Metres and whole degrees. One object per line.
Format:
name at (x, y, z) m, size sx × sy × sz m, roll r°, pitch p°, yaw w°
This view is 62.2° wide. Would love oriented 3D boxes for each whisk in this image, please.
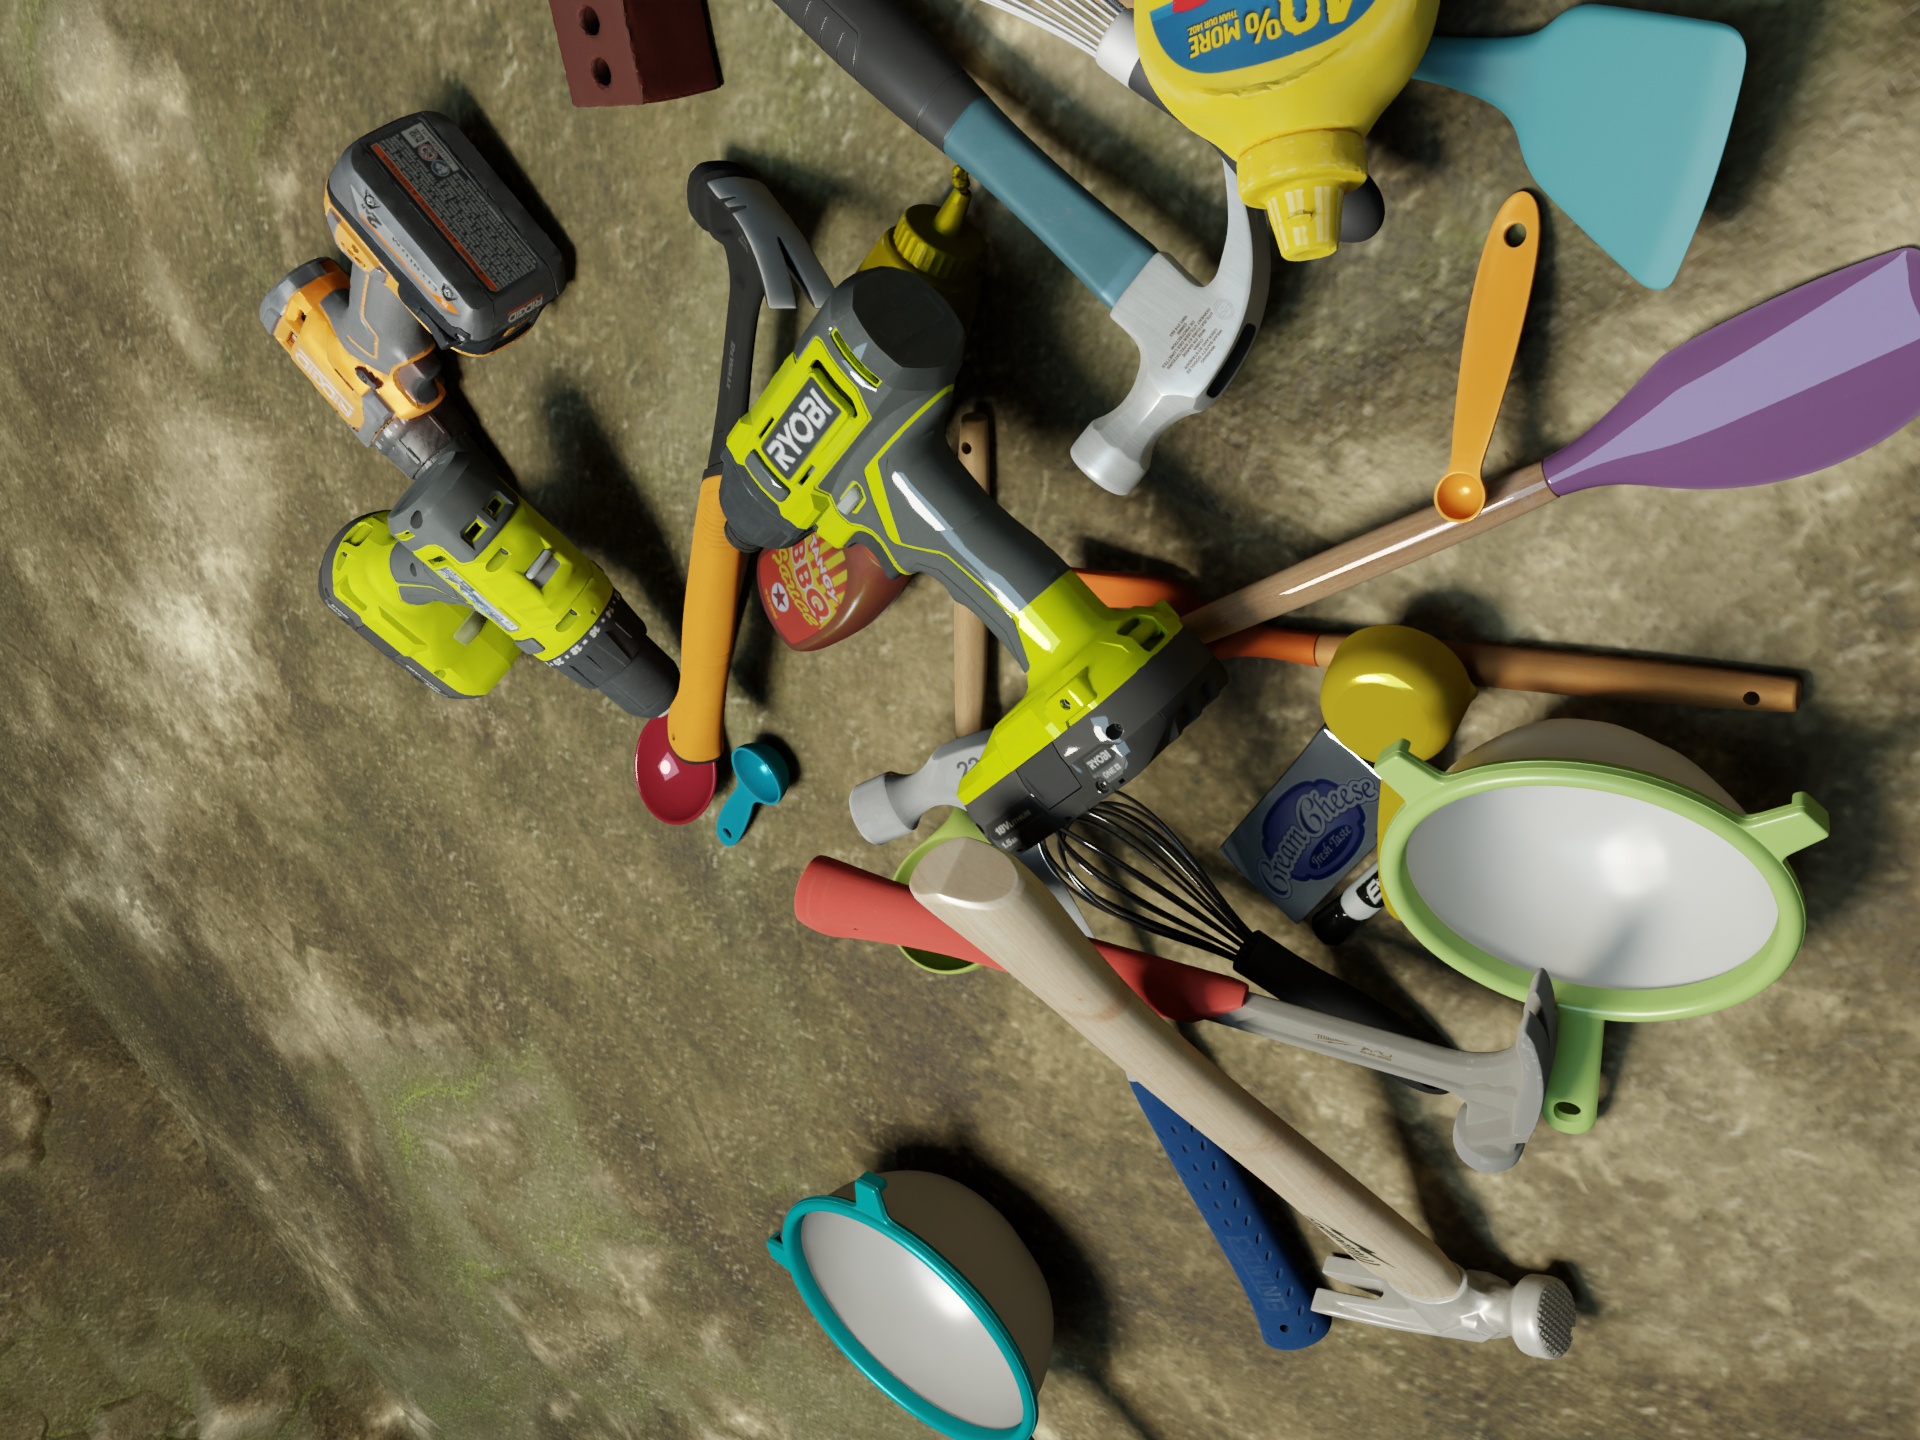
whisk at (0.139, 0.107, 0.756) m, size 0.239 × 0.055 × 0.055 m, roll 34°, pitch 138°, yaw -3°
whisk at (0.036, -0.259, 0.569) m, size 0.284 × 0.070 × 0.070 m, roll 39°, pitch 137°, yaw 8°

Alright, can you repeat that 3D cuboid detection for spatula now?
spatula at (0.113, -0.241, 0.559) m, size 0.318 × 0.044 × 0.082 m, roll 28°, pitch 142°, yaw 26°
spatula at (0.170, -0.024, 0.664) m, size 0.323 × 0.041 × 0.081 m, roll 8°, pitch 117°, yaw 37°
spatula at (0.198, -0.078, 0.594) m, size 0.316 × 0.018 × 0.059 m, roll -22°, pitch 101°, yaw 40°

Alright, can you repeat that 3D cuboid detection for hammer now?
hammer at (0.101, 0.176, 0.847) m, size 0.144 × 0.035 × 0.405 m, roll -24°, pitch 108°, yaw 20°
hammer at (-0.121, -0.103, 0.824) m, size 0.127 × 0.034 × 0.336 m, roll 57°, pitch 146°, yaw 40°
hammer at (0.120, 0.186, 0.742) m, size 0.410 × 0.038 × 0.146 m, roll 43°, pitch 148°, yaw -26°
hammer at (-0.007, -0.248, 0.644) m, size 0.331 × 0.033 × 0.128 m, roll 47°, pitch 112°, yaw 14°
hammer at (0.083, 0.116, 0.733) m, size 0.359 × 0.037 × 0.149 m, roll 13°, pitch 147°, yaw 22°

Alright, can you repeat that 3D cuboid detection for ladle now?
ladle at (-0.001, -0.003, 0.823) m, size 0.078 × 0.062 × 0.320 m, roll 19°, pitch 127°, yaw 27°
ladle at (-0.147, -0.051, 0.940) m, size 0.069 × 0.031 × 0.315 m, roll 41°, pitch 136°, yaw 19°

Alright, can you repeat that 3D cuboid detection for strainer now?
strainer at (0.032, 0.422, 1.064) m, size 0.340 × 0.095 × 0.211 m, roll 46°, pitch 141°, yaw 4°
strainer at (0.258, 0.082, 0.655) m, size 0.151 × 0.069 × 0.256 m, roll 8°, pitch 141°, yaw 25°

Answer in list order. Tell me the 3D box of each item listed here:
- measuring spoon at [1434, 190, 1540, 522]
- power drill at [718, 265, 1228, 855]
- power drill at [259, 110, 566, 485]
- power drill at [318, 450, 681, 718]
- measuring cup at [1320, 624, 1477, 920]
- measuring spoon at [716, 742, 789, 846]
measuring spoon at (0.191, -0.129, 0.571) m, size 0.021 × 0.011 × 0.117 m, roll 19°, pitch 108°, yaw 38°
power drill at (-0.007, -0.059, 0.686) m, size 0.223 × 0.080 × 0.171 m, roll 50°, pitch 141°, yaw 0°
power drill at (-0.309, -0.220, 0.928) m, size 0.185 × 0.084 × 0.226 m, roll 51°, pitch 144°, yaw -10°
power drill at (-0.283, -0.068, 0.972) m, size 0.190 × 0.080 × 0.228 m, roll 45°, pitch 154°, yaw -29°
measuring cup at (0.180, 0.032, 0.662) m, size 0.062 × 0.029 × 0.156 m, roll 10°, pitch 129°, yaw 29°
measuring spoon at (-0.133, 0.048, 1.010) m, size 0.042 × 0.021 × 0.128 m, roll 47°, pitch 148°, yaw 7°
